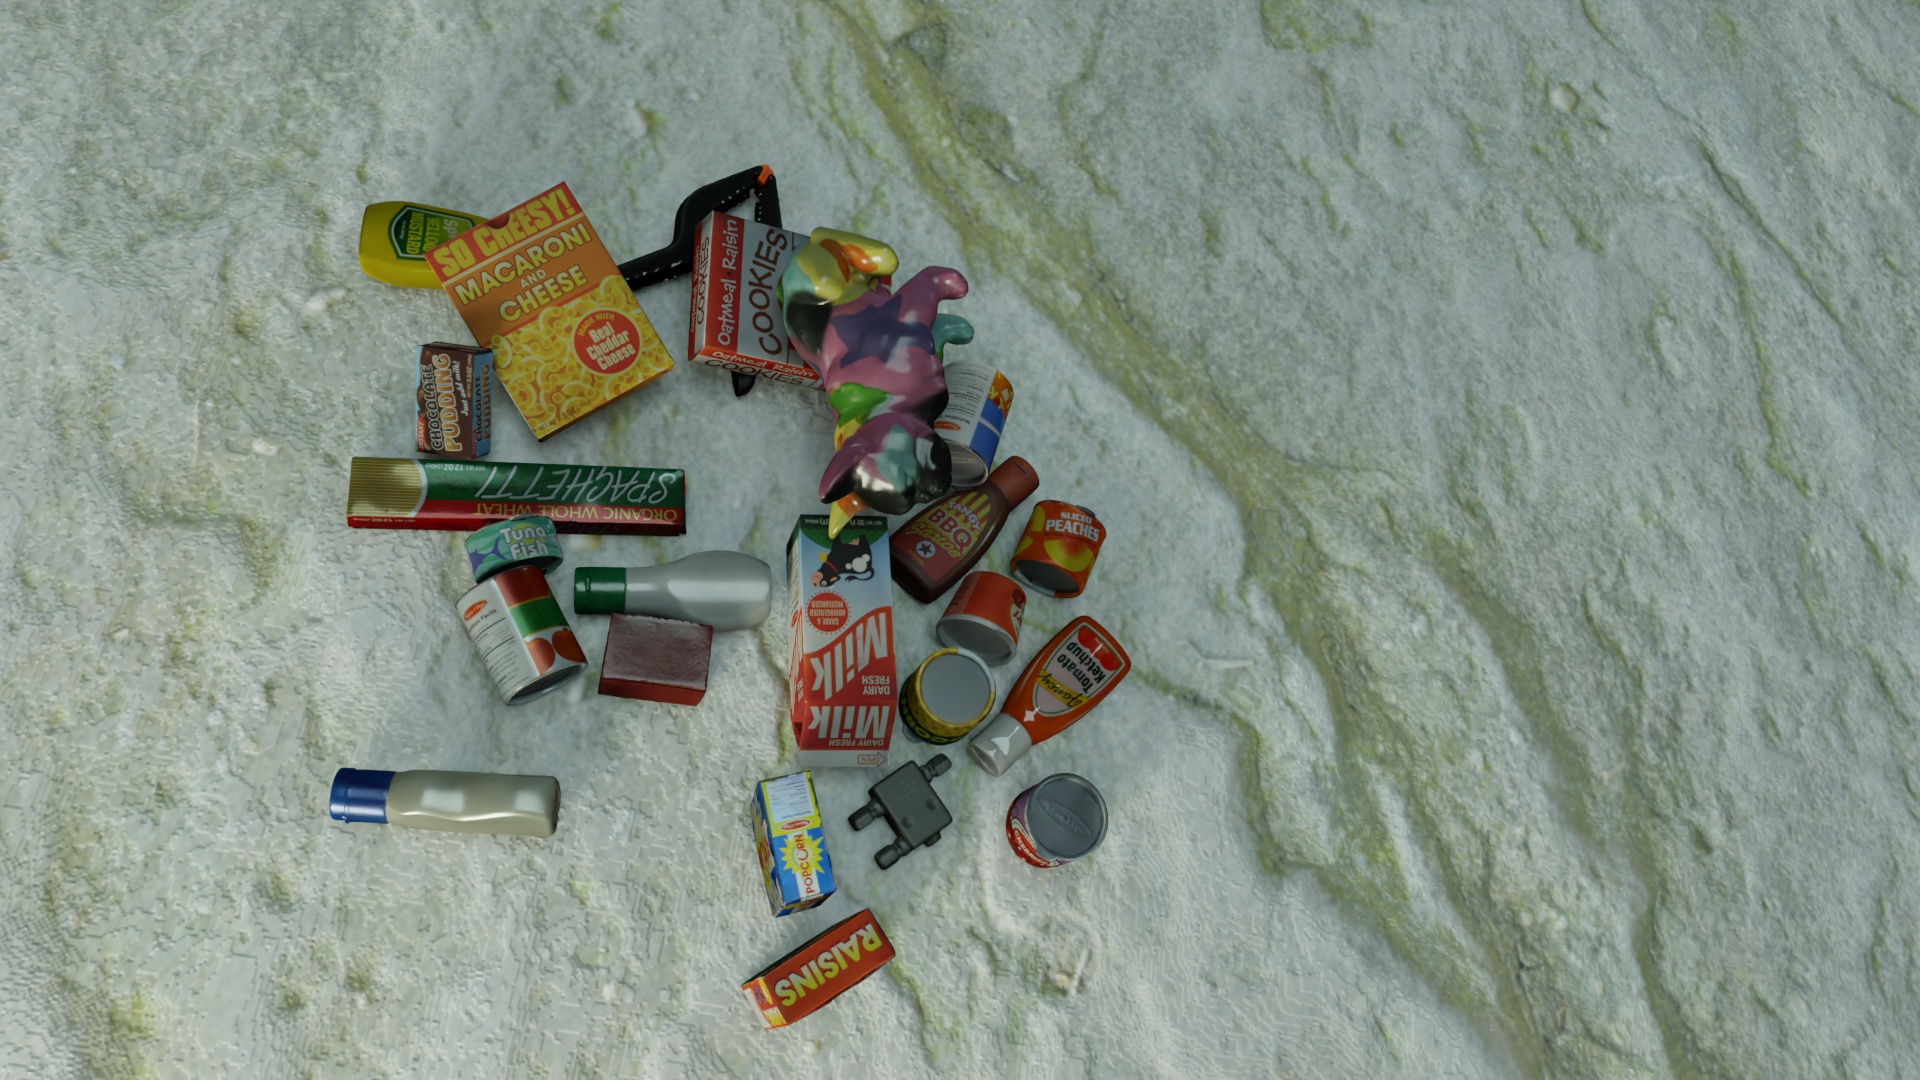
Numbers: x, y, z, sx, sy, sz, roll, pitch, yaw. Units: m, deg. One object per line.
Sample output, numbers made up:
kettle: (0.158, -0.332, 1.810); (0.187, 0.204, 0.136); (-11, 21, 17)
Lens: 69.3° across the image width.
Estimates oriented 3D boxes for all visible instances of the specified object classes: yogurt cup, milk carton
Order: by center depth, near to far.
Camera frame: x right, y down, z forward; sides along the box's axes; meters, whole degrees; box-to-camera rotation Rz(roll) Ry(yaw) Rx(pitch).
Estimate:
milk carton: (-0.093, 0.081, 1.077); (0.072, 0.073, 0.191); (2, 69, -15)
yogurt cup: (0.020, 0.061, 1.123); (0.072, 0.072, 0.054); (26, 57, -5)

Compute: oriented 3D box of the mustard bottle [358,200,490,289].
mustard bottle: (-0.398, -0.234, 1.124); (0.160, 0.048, 0.065); (4, 74, -14)

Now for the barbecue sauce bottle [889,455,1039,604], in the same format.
barbecue sauce bottle: (0.004, -0.015, 1.157); (0.065, 0.043, 0.149); (42, 64, 14)

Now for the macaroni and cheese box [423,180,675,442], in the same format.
macaroni and cheese box: (-0.322, -0.180, 1.095); (0.124, 0.040, 0.166); (-32, 97, -14)

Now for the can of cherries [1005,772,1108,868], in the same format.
can of cherries: (0.072, 0.220, 1.079); (0.071, 0.058, 0.072); (6, 69, -15)

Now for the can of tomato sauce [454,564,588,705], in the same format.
can of tomato sauce: (-0.320, 0.070, 1.022); (0.071, 0.071, 0.083); (-26, 79, -23)

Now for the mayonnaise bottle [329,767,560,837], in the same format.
mayonnaise bottle: (-0.358, 0.182, 0.971); (0.148, 0.064, 0.041); (6, 65, -10)

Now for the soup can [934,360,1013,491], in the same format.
soup can: (0.003, -0.094, 1.141); (0.071, 0.071, 0.084); (22, 60, -7)

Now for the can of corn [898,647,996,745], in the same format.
can of corn: (-0.012, 0.124, 1.091); (0.071, 0.058, 0.071); (5, 68, -14)

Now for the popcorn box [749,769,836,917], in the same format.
popcorn box: (-0.121, 0.218, 0.987); (0.038, 0.126, 0.085); (-10, 73, -15)

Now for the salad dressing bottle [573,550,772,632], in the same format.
salad dressing bottle: (-0.222, 0.039, 1.074); (0.148, 0.044, 0.064); (1, 71, -14)

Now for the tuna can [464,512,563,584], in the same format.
tuna can: (-0.332, 0.008, 1.038); (0.071, 0.071, 0.033); (-17, 77, -21)

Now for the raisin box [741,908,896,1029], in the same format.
raisin box: (-0.101, 0.299, 0.963); (0.086, 0.123, 0.040); (-28, 79, -23)

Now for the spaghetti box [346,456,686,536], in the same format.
spaghetti box: (-0.339, -0.033, 1.075); (0.250, 0.028, 0.050); (1, 70, -15)

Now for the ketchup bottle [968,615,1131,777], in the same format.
ketchup bottle: (0.069, 0.129, 1.121); (0.149, 0.043, 0.065); (-41, 85, -24)

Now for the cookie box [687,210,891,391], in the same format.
cookie box: (-0.141, -0.194, 1.163); (0.167, 0.040, 0.123); (10, 70, -29)

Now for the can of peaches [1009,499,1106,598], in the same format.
can of peaches: (0.082, 0.007, 1.156); (0.071, 0.071, 0.058); (27, 66, -5)

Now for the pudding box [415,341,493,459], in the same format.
pudding box: (-0.387, -0.107, 1.061); (0.050, 0.030, 0.083); (9, 104, 9)
